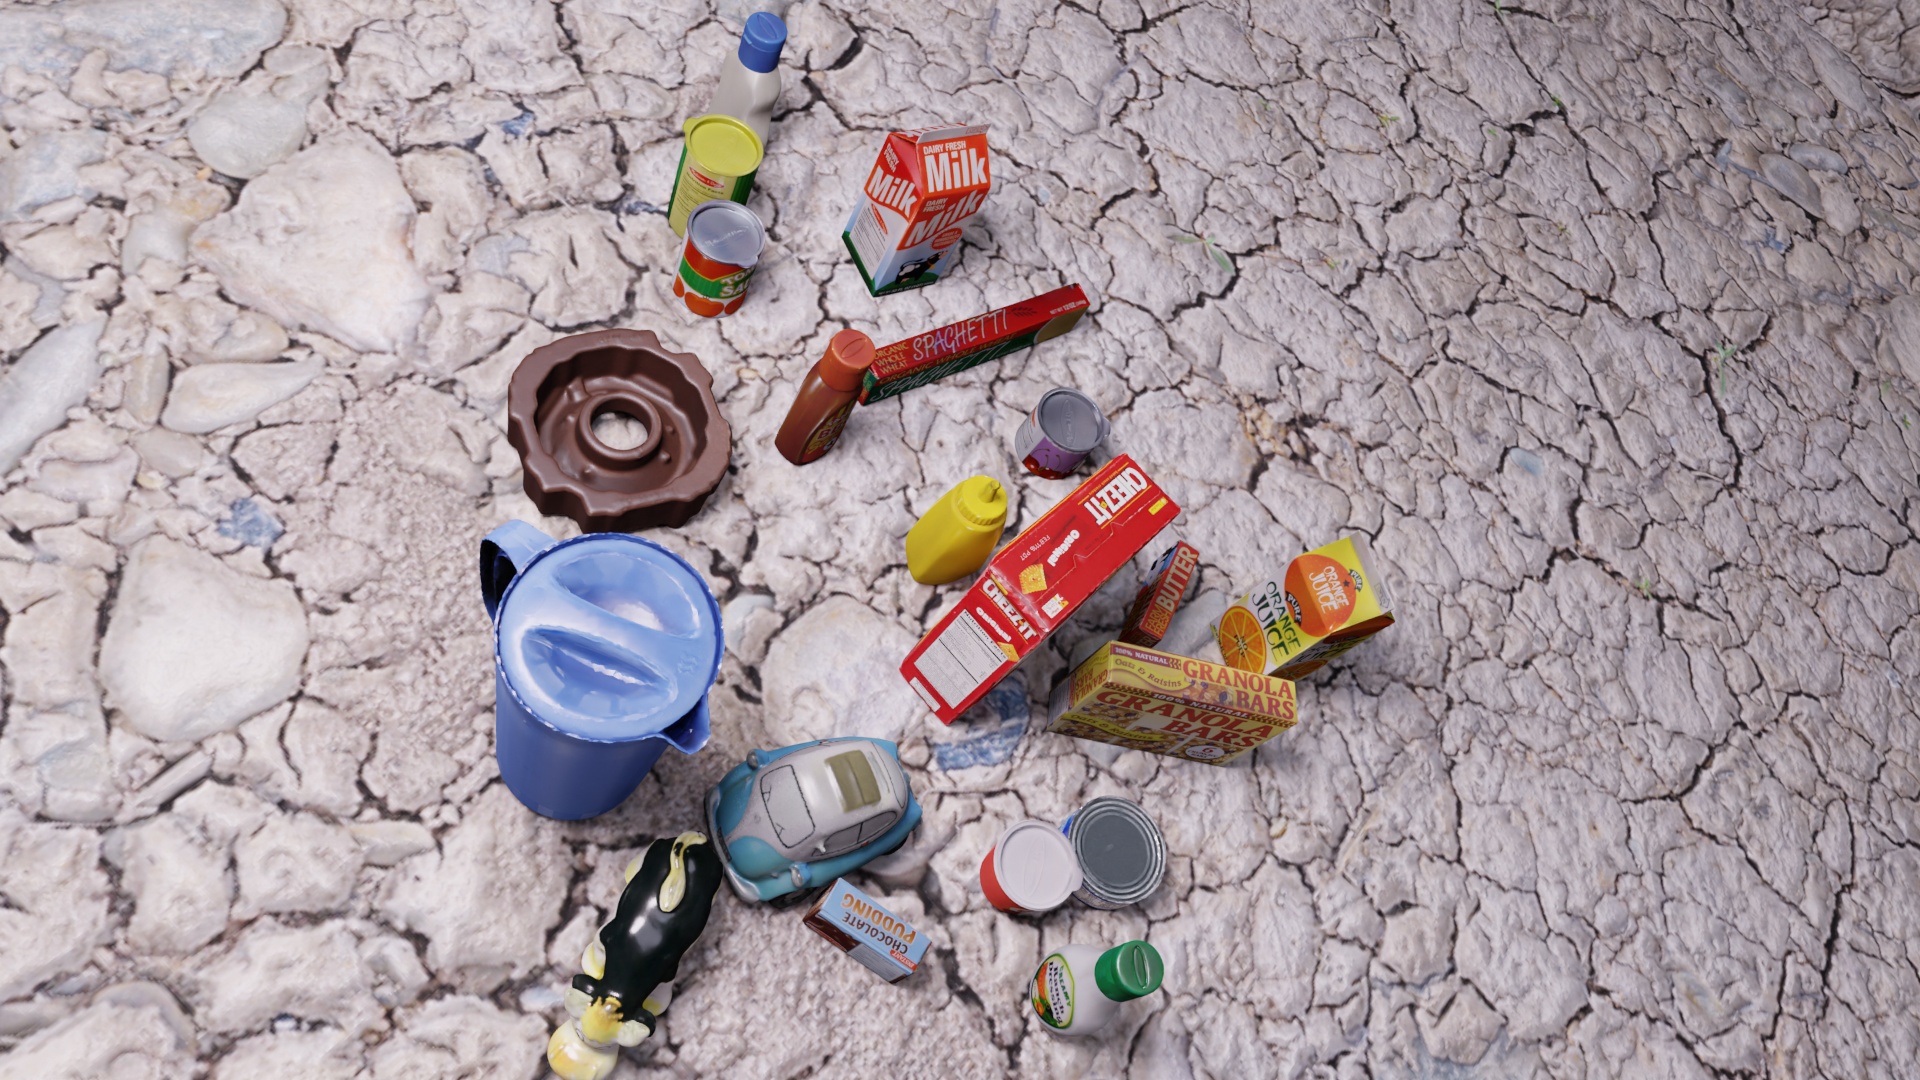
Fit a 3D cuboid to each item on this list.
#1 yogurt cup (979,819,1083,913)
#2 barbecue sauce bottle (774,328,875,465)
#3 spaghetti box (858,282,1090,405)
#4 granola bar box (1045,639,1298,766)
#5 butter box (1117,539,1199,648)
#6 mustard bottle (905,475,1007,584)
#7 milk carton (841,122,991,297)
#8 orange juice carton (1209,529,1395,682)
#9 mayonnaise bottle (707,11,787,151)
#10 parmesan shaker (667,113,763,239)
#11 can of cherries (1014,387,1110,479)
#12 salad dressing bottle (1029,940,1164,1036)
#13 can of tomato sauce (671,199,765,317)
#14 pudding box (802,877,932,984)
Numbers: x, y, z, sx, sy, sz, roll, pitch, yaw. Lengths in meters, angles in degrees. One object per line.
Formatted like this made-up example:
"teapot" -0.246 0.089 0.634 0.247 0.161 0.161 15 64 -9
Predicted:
"yogurt cup" 0.049 0.254 1.064 0.072 0.053 0.072 9 62 -18
"barbecue sauce bottle" -0.108 -0.118 1.134 0.044 0.148 0.065 46 57 4
"spaghetti box" 0.010 -0.182 1.273 0.251 0.050 0.029 -24 75 -30
"granola bar box" 0.170 0.135 1.132 0.166 0.123 0.039 14 61 -15
"butter box" 0.172 0.052 1.217 0.024 0.053 0.104 32 57 -4
"mustard bottle" 0.004 -0.014 1.119 0.065 0.159 0.049 -5 67 -24
"milk carton" -0.035 -0.304 1.233 0.072 0.189 0.073 -18 73 -29
"orange juice carton" 0.297 0.062 1.180 0.073 0.191 0.072 -8 68 -25
"mayonnaise bottle" -0.190 -0.408 1.250 0.041 0.147 0.065 -28 78 -31
"parmesan shaker" -0.219 -0.315 1.217 0.071 0.102 0.071 9 62 -18
"can of cherries" 0.092 -0.095 1.257 0.071 0.058 0.072 9 62 -18
"salad dressing bottle" 0.097 0.317 0.995 0.044 0.147 0.064 3 64 -21
"can of tomato sauce" -0.208 -0.240 1.195 0.071 0.082 0.071 9 62 -18
"pudding box" -0.068 0.283 1.004 0.084 0.049 0.030 35 57 -2
